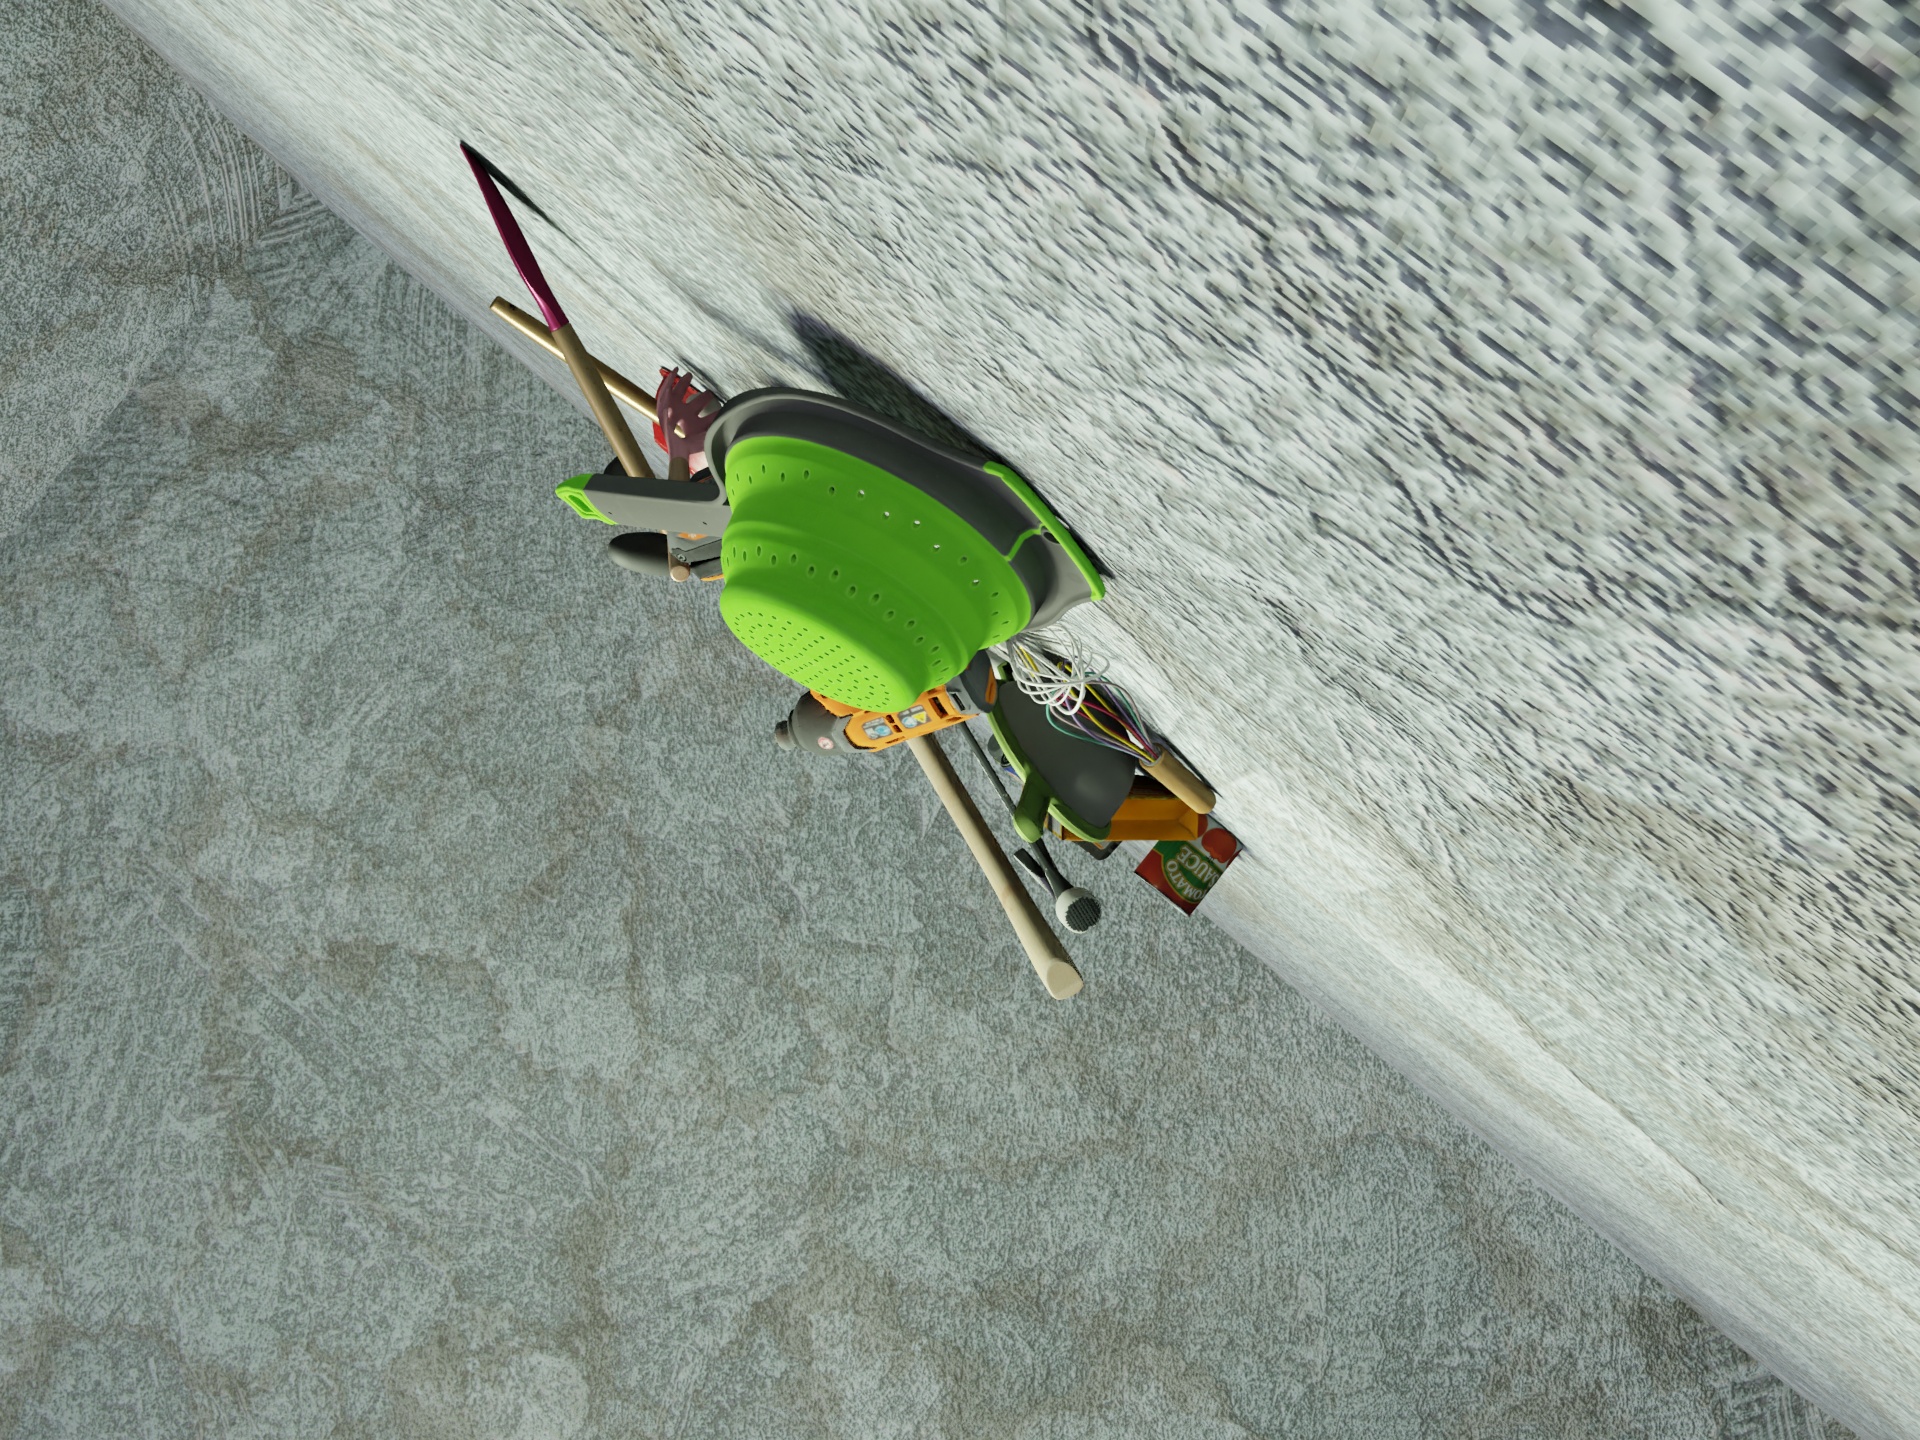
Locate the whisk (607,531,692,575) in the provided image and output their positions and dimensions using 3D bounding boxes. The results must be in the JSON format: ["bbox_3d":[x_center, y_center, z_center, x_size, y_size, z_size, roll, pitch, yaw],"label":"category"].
[{"bbox_3d":[-0.129,-0.111,1.175,0.284,0.070,0.070,3,-157,-39],"label":"whisk"}]

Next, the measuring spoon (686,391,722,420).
[{"bbox_3d":[-0.172,-0.237,1.325,0.124,0.018,0.034,33,-162,-15],"label":"measuring spoon"}]

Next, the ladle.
[{"bbox_3d":[-0.250,-0.243,1.312,0.320,0.062,0.078,32,-134,-27],"label":"ladle"}]

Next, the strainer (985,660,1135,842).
[{"bbox_3d":[0.080,0.027,1.170,0.151,0.069,0.256,51,-165,-6],"label":"strainer"}]

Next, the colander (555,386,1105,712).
[{"bbox_3d":[-0.114,-0.081,0.860,0.397,0.094,0.204,11,157,41],"label":"colander"}]

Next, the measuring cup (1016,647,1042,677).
[{"bbox_3d":[0.088,-0.022,1.346,0.062,0.029,0.156,36,165,51],"label":"measuring cup"}]

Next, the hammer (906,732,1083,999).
[{"bbox_3d":[0.004,0.084,1.481,0.411,0.038,0.146,59,180,29],"label":"hammer"}]

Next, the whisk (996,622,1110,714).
[{"bbox_3d":[0.038,-0.058,1.100,0.246,0.059,0.057,-137,34,-65],"label":"whisk"}]

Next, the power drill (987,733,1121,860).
[{"bbox_3d":[0.142,0.099,2.178,0.171,0.080,0.223,41,-179,-28],"label":"power drill"}]

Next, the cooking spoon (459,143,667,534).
[{"bbox_3d":[-0.269,-0.254,1.123,0.318,0.017,0.069,64,171,-18],"label":"cooking spoon"}]

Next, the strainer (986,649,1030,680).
[{"bbox_3d":[-0.015,-0.082,1.491,0.258,0.050,0.086,32,154,20],"label":"strainer"}]

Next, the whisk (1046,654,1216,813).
[{"bbox_3d":[0.131,0.021,1.162,0.047,0.051,0.244,30,175,41],"label":"whisk"}]

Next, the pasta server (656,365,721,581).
[{"bbox_3d":[-0.201,-0.182,1.164,0.060,0.040,0.317,40,-163,-28],"label":"pasta server"}]

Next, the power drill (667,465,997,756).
[{"bbox_3d":[-0.096,-0.070,1.057,0.226,0.164,0.084,56,-154,-30],"label":"power drill"}]

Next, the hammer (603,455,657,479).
[{"bbox_3d":[-0.189,-0.143,1.358,0.127,0.034,0.336,50,-171,27],"label":"hammer"}]

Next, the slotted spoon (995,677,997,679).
[{"bbox_3d":[0.046,-0.038,1.579,0.314,0.031,0.070,37,178,-2],"label":"slotted spoon"}]

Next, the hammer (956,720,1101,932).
[{"bbox_3d":[-0.002,-0.004,1.358,0.408,0.036,0.149,60,175,-19],"label":"hammer"}]
